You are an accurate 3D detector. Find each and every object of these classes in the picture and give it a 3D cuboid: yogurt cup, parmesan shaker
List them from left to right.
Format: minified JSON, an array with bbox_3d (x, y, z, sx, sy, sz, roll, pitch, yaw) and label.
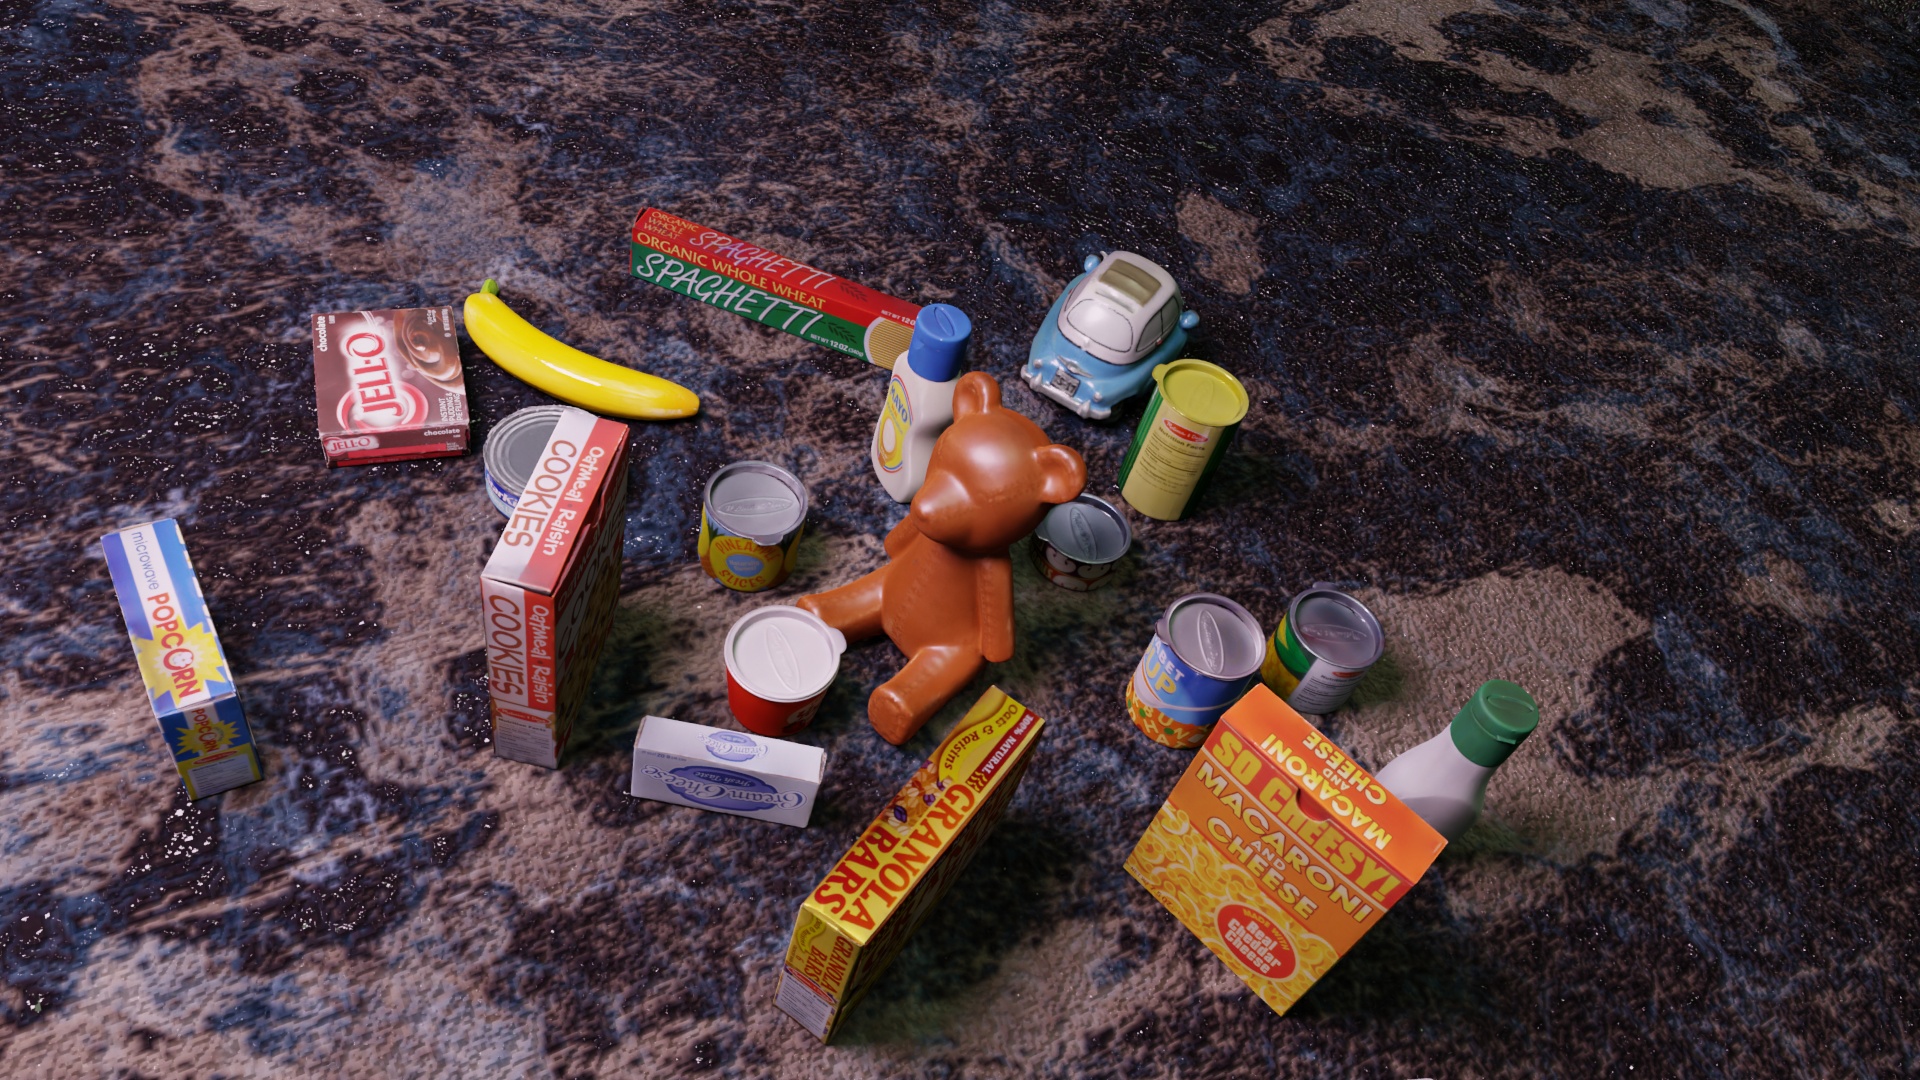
[{"bbox_3d":[-0.109,0.081,0.831,0.072,0.053,0.073,8,49,-9],"label":"yogurt cup"},{"bbox_3d":[0.157,-0.073,1.007,0.071,0.102,0.072,8,49,-9],"label":"parmesan shaker"}]

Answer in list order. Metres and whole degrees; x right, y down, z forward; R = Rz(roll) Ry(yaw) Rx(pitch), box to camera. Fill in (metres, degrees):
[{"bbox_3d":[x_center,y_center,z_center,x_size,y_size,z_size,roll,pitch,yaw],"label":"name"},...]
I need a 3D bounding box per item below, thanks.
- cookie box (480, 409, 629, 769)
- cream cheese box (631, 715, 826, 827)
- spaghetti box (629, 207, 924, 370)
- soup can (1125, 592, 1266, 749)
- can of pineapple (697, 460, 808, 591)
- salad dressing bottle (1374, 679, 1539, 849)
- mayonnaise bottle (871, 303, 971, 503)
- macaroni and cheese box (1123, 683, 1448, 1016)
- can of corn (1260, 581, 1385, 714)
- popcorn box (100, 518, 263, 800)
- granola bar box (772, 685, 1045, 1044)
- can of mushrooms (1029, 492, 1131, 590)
[{"bbox_3d":[-0.220,0.029,0.767,0.040,0.166,0.123,14,48,-4],"label":"cookie box"},{"bbox_3d":[-0.131,0.131,0.782,0.104,0.053,0.024,12,48,-6],"label":"cream cheese box"},{"bbox_3d":[-0.133,-0.187,1.058,0.250,0.049,0.029,20,48,2],"label":"spaghetti box"},{"bbox_3d":[0.145,0.083,0.882,0.071,0.083,0.072,8,49,-9],"label":"soup can"},{"bbox_3d":[-0.135,-0.007,0.897,0.071,0.057,0.071,8,49,-9],"label":"can of pineapple"},{"bbox_3d":[0.294,0.139,0.833,0.064,0.146,0.044,14,48,-4],"label":"salad dressing bottle"},{"bbox_3d":[-0.026,-0.094,0.942,0.041,0.147,0.065,-10,54,-23],"label":"mayonnaise bottle"},{"bbox_3d":[0.169,0.172,0.756,0.124,0.165,0.040,41,52,19],"label":"macaroni and cheese box"},{"bbox_3d":[0.242,0.073,0.936,0.071,0.058,0.071,8,49,-9],"label":"can of corn"},{"bbox_3d":[-0.413,0.062,0.738,0.038,0.084,0.127,-19,58,-29],"label":"popcorn box"},{"bbox_3d":[-0.026,0.170,0.731,0.039,0.123,0.166,34,50,13],"label":"granola bar box"},{"bbox_3d":[0.081,0.000,0.969,0.071,0.033,0.071,8,49,-9],"label":"can of mushrooms"}]
